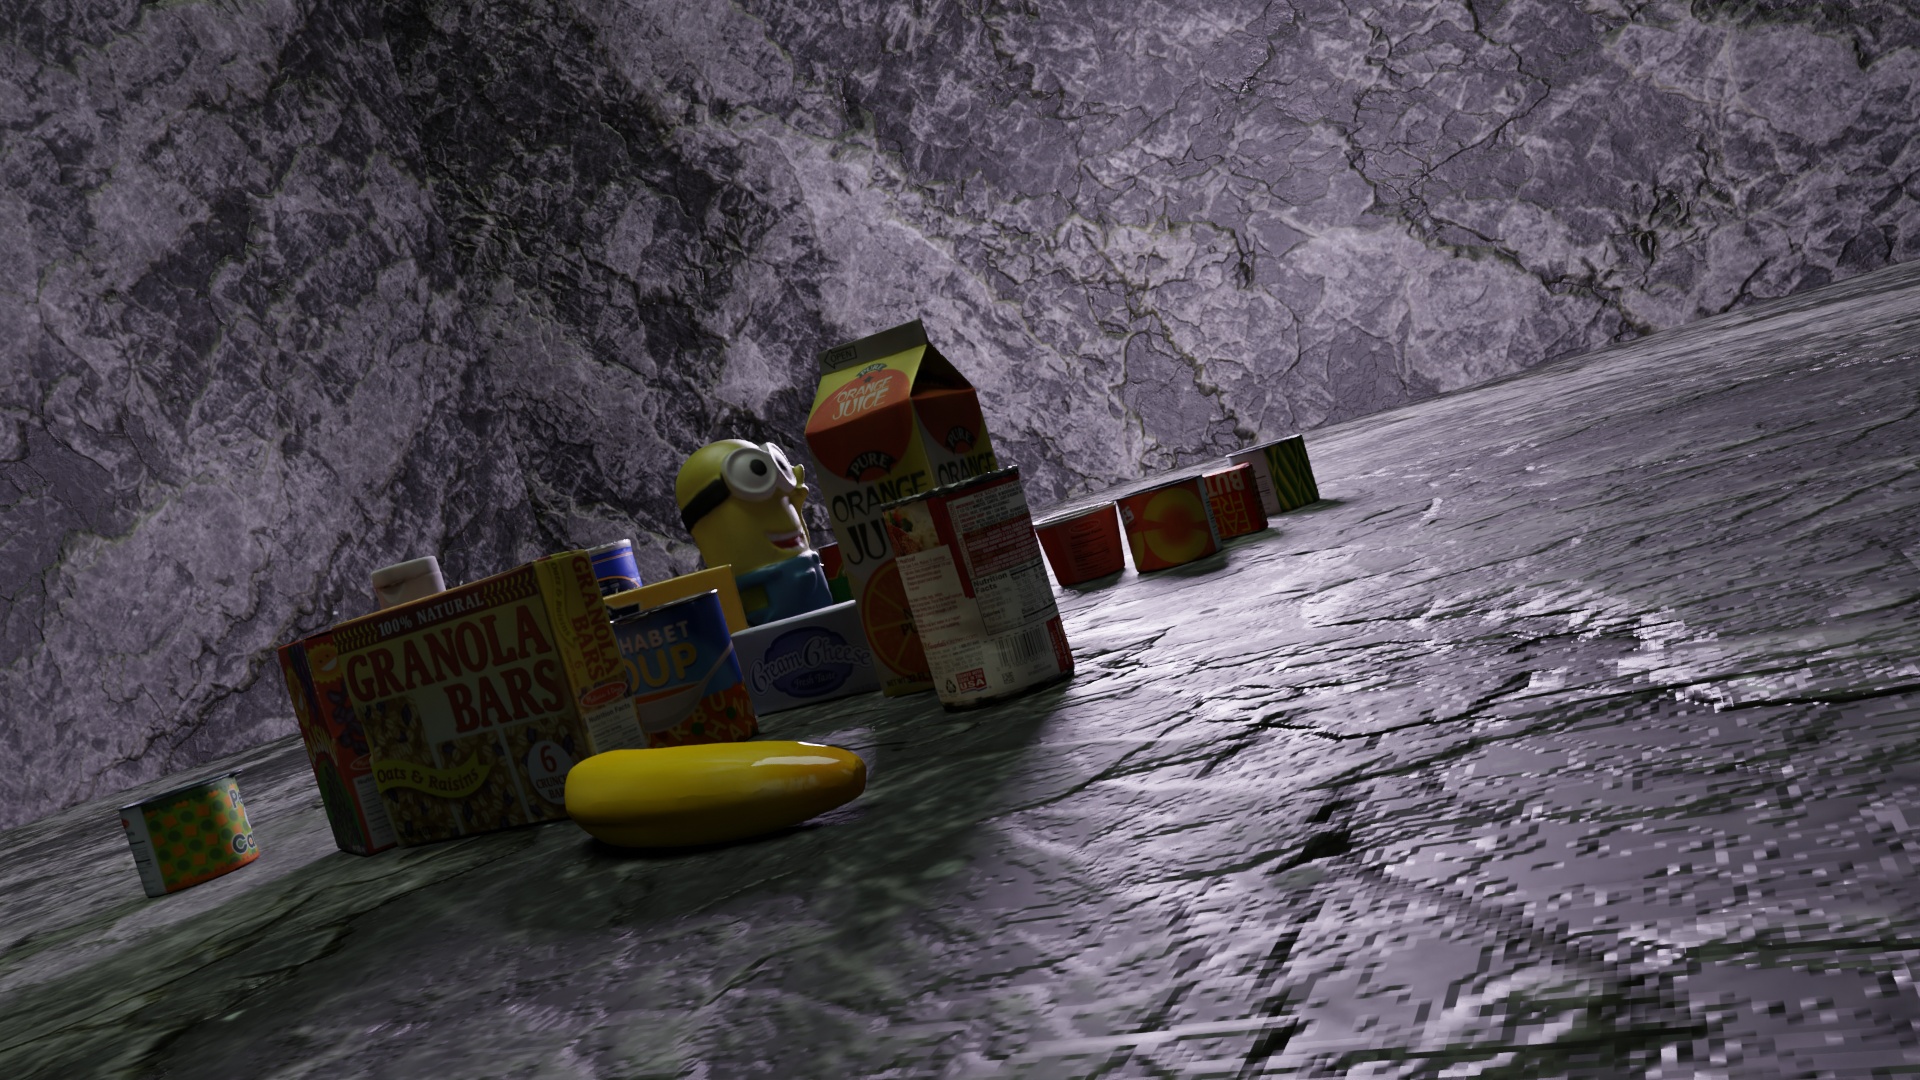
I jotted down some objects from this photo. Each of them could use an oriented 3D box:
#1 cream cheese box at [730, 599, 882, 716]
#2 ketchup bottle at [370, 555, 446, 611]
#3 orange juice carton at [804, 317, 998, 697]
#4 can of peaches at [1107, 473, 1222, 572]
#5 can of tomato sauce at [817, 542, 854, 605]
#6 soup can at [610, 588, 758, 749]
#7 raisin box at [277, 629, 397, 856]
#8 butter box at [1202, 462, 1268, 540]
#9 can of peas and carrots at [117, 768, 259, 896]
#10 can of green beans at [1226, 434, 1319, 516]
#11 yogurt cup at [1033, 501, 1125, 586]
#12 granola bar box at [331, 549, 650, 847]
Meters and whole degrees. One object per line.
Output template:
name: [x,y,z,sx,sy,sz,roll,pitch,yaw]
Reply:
cream cheese box: [-0.085,0.069,0.824,0.103,0.053,0.024,-16,2,30]
ketchup bottle: [-0.300,0.084,0.803,0.064,0.148,0.043,-16,2,12]
orange juice carton: [-0.023,-0.020,0.758,0.071,0.192,0.073,-16,2,30]
can of peaches: [0.149,-0.012,1.009,0.071,0.058,0.071,-17,2,1]
can of tomato sauce: [-0.077,0.036,1.173,0.071,0.083,0.071,-17,2,1]
soup can: [-0.156,0.076,0.766,0.071,0.083,0.071,-17,2,1]
raisin box: [-0.342,0.111,0.783,0.040,0.123,0.086,-18,2,-34]
butter box: [0.185,-0.023,1.084,0.103,0.053,0.024,-15,2,34]
can of peas and carrots: [-0.481,0.183,0.872,0.071,0.058,0.071,-17,2,1]
can of green beans: [0.266,-0.054,1.181,0.071,0.058,0.071,-17,2,1]
yogurt cup: [0.096,0.003,1.090,0.072,0.054,0.072,-17,2,1]
granola bar box: [-0.240,0.083,0.704,0.165,0.124,0.039,-15,2,32]
